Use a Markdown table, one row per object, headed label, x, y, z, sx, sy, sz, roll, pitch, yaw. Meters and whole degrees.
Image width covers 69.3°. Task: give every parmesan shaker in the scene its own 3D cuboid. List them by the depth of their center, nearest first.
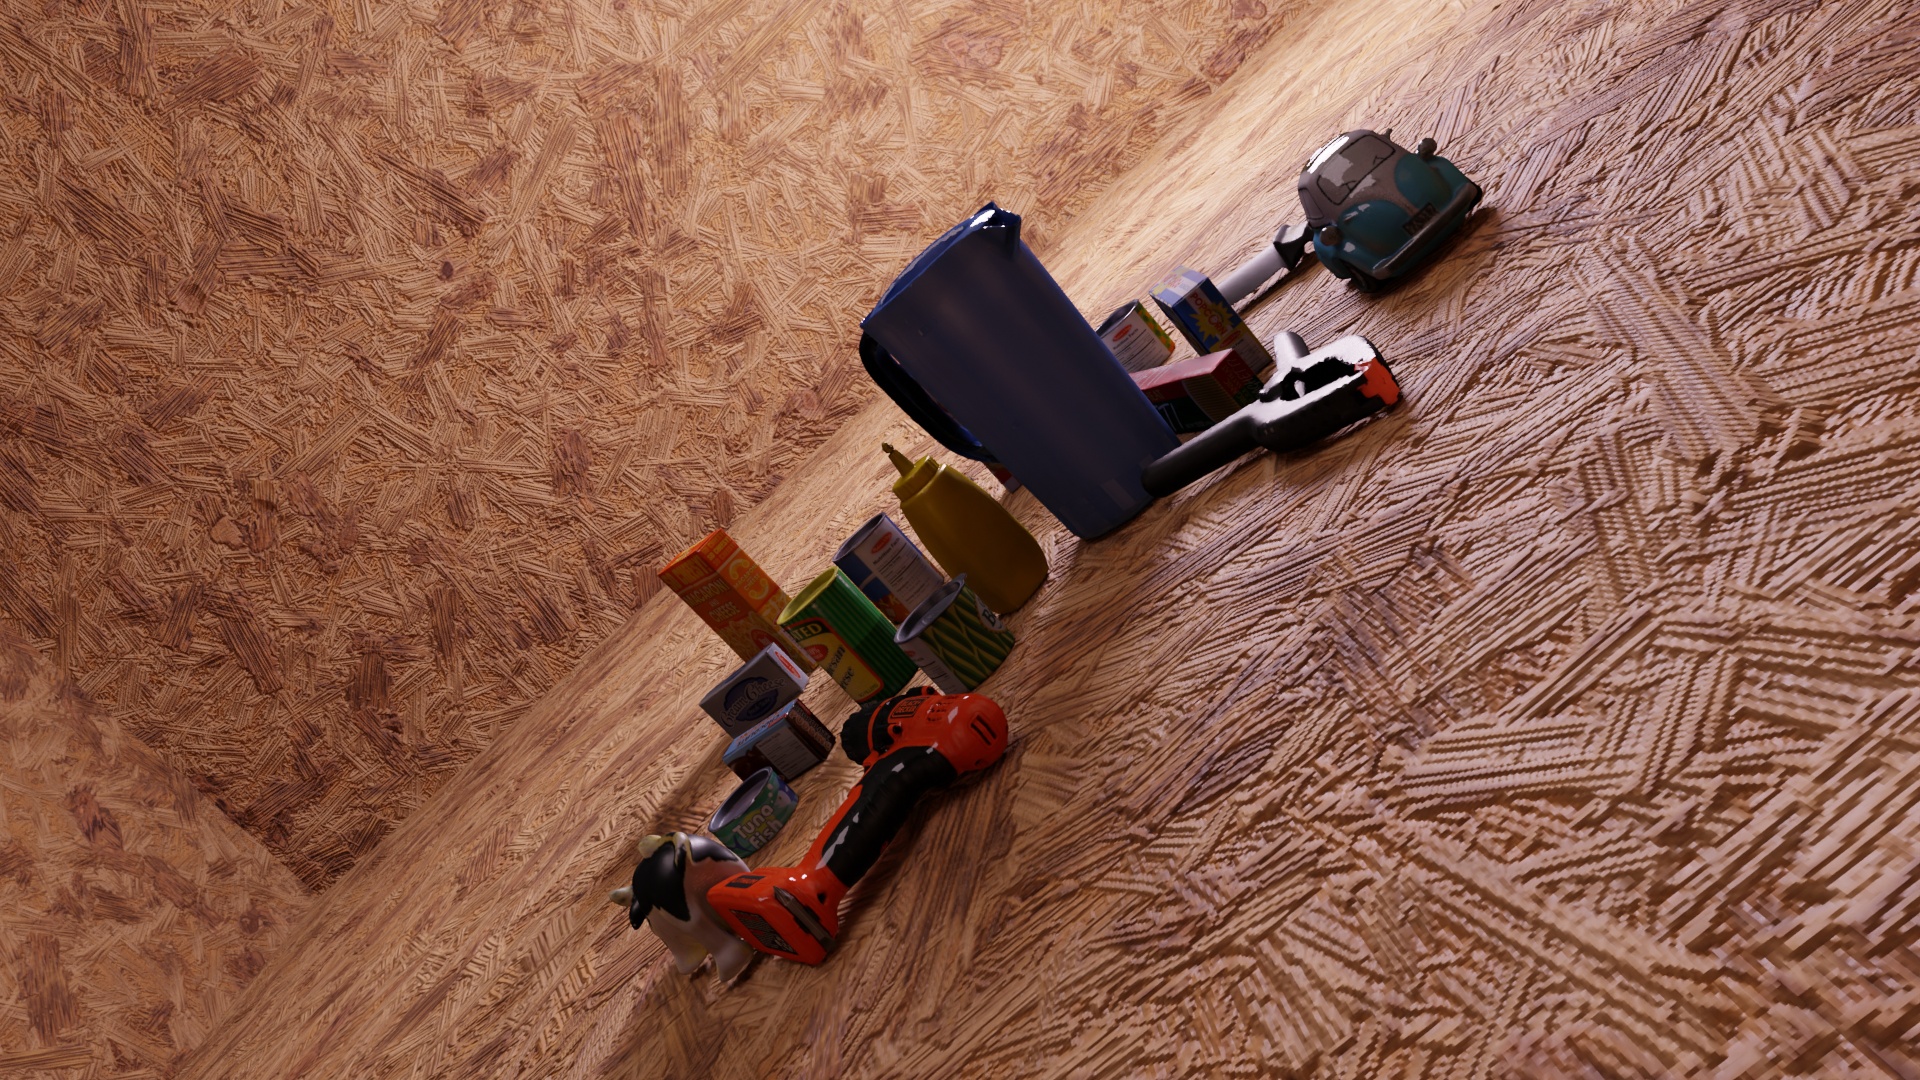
| label | x | y | z | sx | sy | sz | roll | pitch | yaw |
| --- | --- | --- | --- | --- | --- | --- | --- | --- | --- |
| parmesan shaker | -0.087 | 0.079 | 1.115 | 0.071 | 0.103 | 0.071 | -41 | 12 | 11 |

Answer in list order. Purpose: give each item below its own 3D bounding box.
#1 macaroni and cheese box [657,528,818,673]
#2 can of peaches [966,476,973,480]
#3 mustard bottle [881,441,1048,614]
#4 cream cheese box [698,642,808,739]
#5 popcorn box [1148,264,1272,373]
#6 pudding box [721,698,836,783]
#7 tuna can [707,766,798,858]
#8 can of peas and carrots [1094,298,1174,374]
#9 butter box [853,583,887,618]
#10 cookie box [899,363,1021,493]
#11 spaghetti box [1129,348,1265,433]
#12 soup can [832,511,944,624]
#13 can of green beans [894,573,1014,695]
| label | x | y | z | sx | sy | sz | roll | pitch | yaw |
| --- | --- | --- | --- | --- | --- | --- | --- | --- | --- |
| macaroni and cheese box | -0.219 | 0.070 | 1.413 | 0.040 | 0.166 | 0.123 | -50 | 14 | -30 |
| can of peaches | 0.004 | -0.016 | 1.259 | 0.071 | 0.058 | 0.071 | -40 | 12 | 11 |
| mustard bottle | -0.004 | -0.017 | 1.046 | 0.065 | 0.160 | 0.048 | -50 | 14 | -29 |
| cream cheese box | -0.202 | 0.149 | 1.359 | 0.103 | 0.053 | 0.024 | -37 | 13 | 26 |
| popcorn box | 0.200 | -0.175 | 1.123 | 0.038 | 0.085 | 0.127 | -41 | 12 | 9 |
| pudding box | -0.147 | 0.169 | 1.124 | 0.083 | 0.049 | 0.030 | -35 | 14 | 31 |
| tuna can | -0.157 | 0.208 | 1.061 | 0.071 | 0.033 | 0.071 | -40 | 12 | 11 |
| can of peas and carrots | 0.166 | -0.192 | 1.354 | 0.071 | 0.058 | 0.071 | -40 | 12 | 11 |
| butter box | -0.095 | 0.072 | 1.284 | 0.024 | 0.053 | 0.104 | -40 | 12 | 14 |
| cookie box | 0.037 | -0.148 | 1.350 | 0.123 | 0.167 | 0.040 | -43 | 12 | 1 |
| spaghetti box | 0.164 | -0.111 | 1.100 | 0.029 | 0.050 | 0.250 | -45 | 12 | -12 |
| soup can | -0.067 | 0.026 | 1.280 | 0.071 | 0.083 | 0.071 | -40 | 12 | 11 |
| can of green beans | -0.004 | 0.070 | 0.991 | 0.071 | 0.058 | 0.071 | -40 | 12 | 11 |
